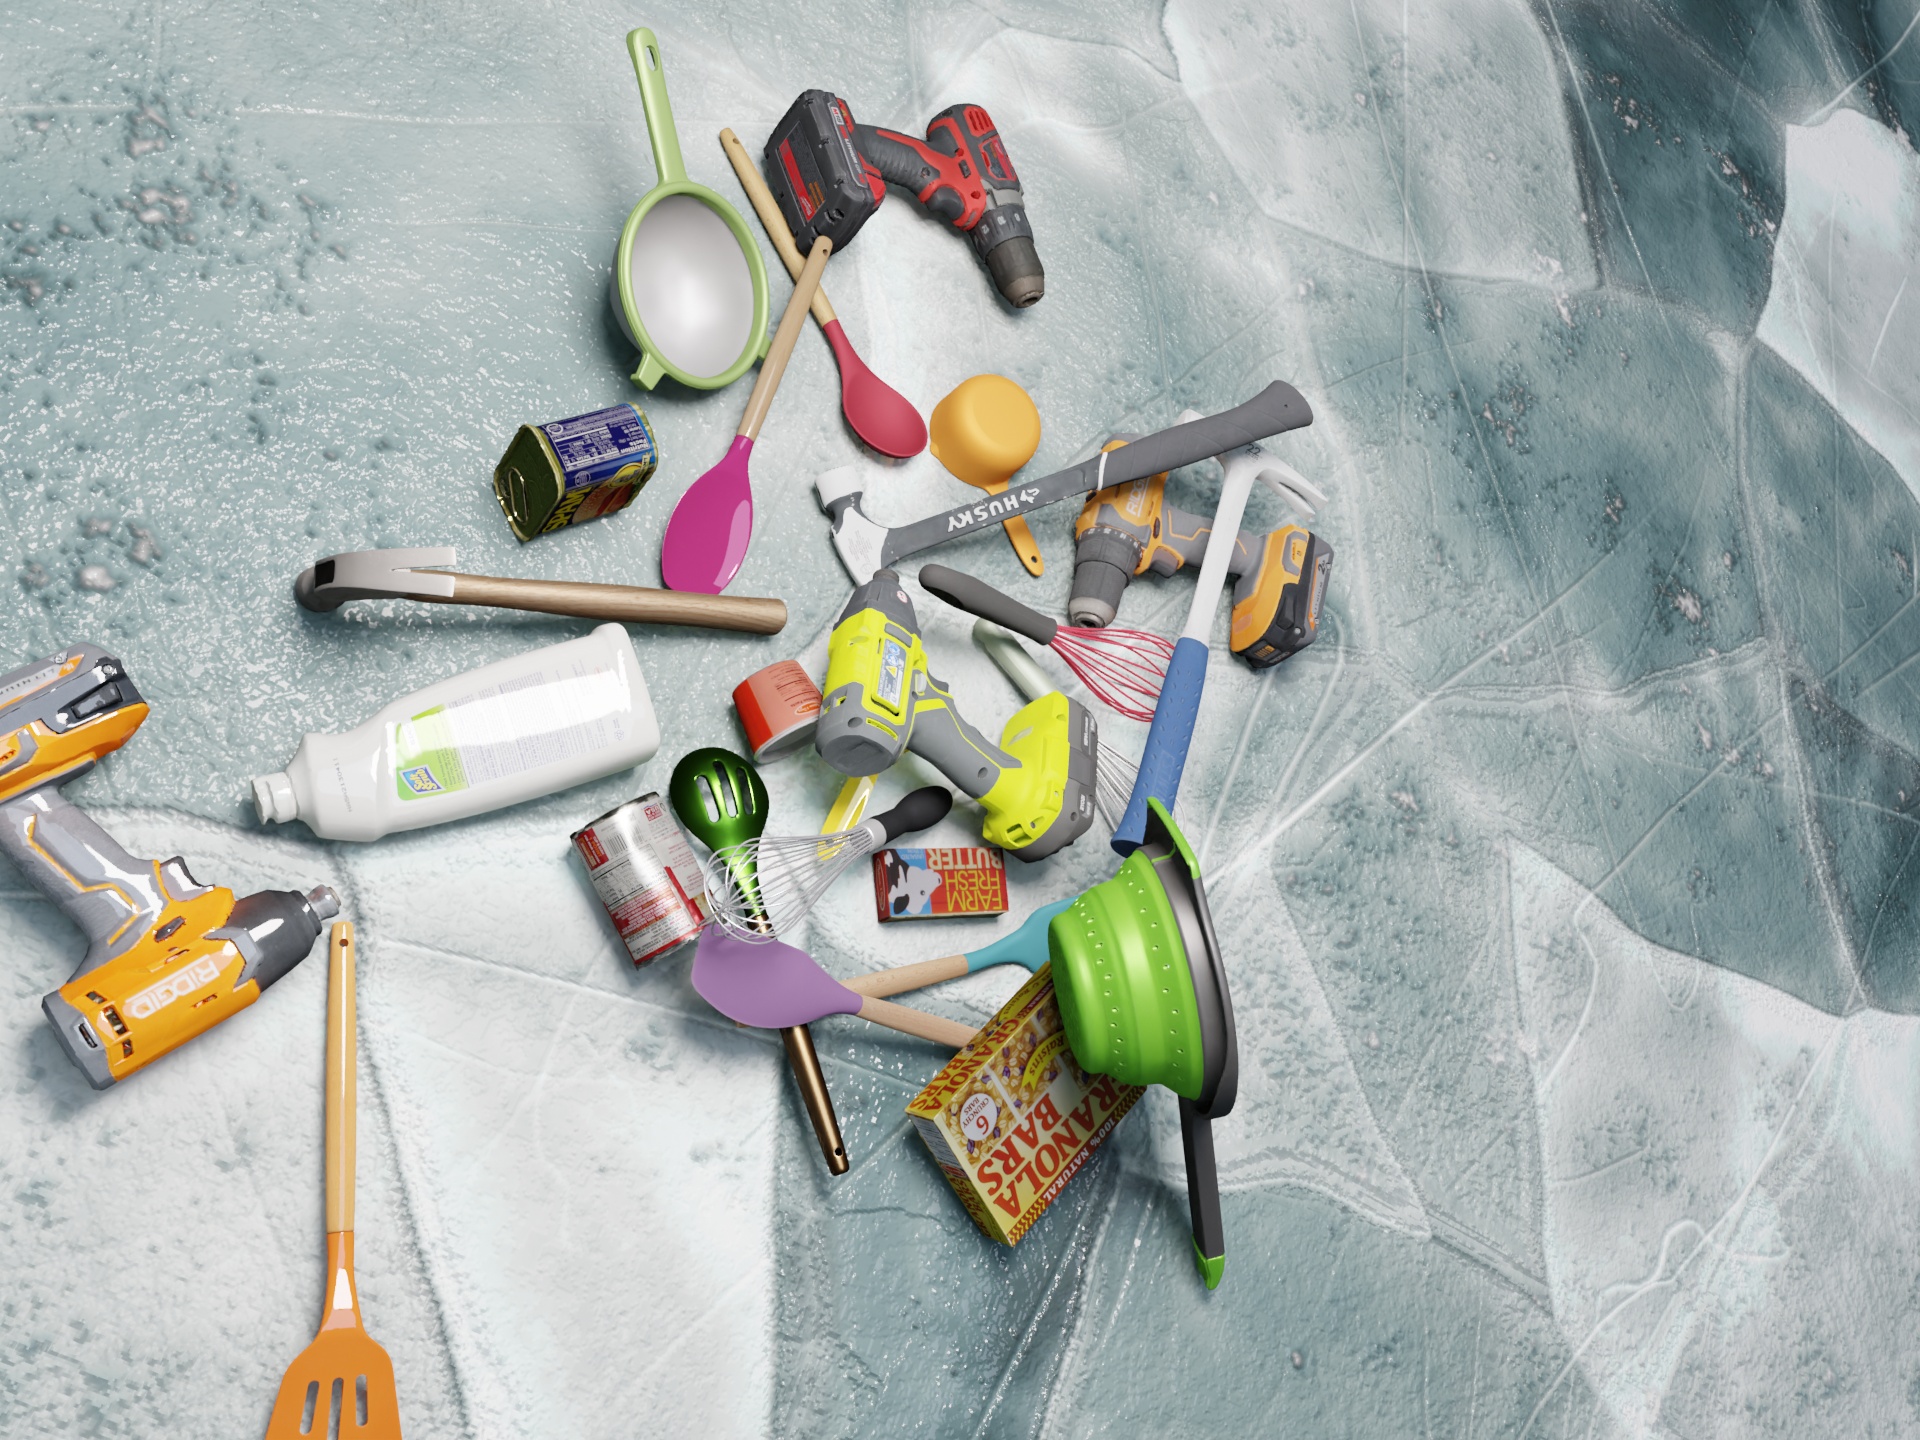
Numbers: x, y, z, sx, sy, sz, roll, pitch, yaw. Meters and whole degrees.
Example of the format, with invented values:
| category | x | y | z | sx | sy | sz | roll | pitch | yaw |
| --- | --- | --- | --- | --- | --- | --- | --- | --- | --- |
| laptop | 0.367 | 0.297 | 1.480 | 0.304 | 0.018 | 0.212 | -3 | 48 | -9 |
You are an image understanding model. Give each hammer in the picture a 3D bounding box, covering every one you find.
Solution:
| category | x | y | z | sx | sy | sz | roll | pitch | yaw |
| --- | --- | --- | --- | --- | --- | --- | --- | --- | --- |
| hammer | 0.195 | -0.067 | 1.278 | 0.144 | 0.035 | 0.406 | 25 | 61 | -10 |
| hammer | -0.266 | -0.084 | 1.087 | 0.331 | 0.130 | 0.031 | 3 | 85 | -37 |
| hammer | 0.097 | -0.189 | 1.278 | 0.409 | 0.036 | 0.149 | -20 | 88 | -10 |

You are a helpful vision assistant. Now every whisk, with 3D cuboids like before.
| category | x | y | z | sx | sy | sz | roll | pitch | yaw |
| --- | --- | --- | --- | --- | --- | --- | --- | --- | --- |
| whisk | 0.094 | 0.011 | 1.288 | 0.246 | 0.059 | 0.058 | 49 | 14 | -2 |
| whisk | 0.084 | -0.064 | 1.263 | 0.295 | 0.073 | 0.073 | 23 | 63 | -35 |
| whisk | -0.082 | 0.090 | 1.110 | 0.284 | 0.070 | 0.070 | -24 | 86 | -56 |

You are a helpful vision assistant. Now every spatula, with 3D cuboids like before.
| category | x | y | z | sx | sy | sz | roll | pitch | yaw |
| --- | --- | --- | --- | --- | --- | --- | --- | --- | --- |
| spatula | -0.053 | 0.209 | 1.118 | 0.315 | 0.018 | 0.060 | 24 | 68 | -34 |
| spatula | -0.372 | 0.281 | 0.948 | 0.081 | 0.041 | 0.323 | 4 | 68 | -28 |
| spatula | -0.014 | 0.185 | 1.167 | 0.317 | 0.044 | 0.082 | -9 | 102 | -30 |

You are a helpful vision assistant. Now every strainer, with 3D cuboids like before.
| category | x | y | z | sx | sy | sz | roll | pitch | yaw |
| --- | --- | --- | --- | --- | --- | --- | --- | --- | --- |
| strainer | -0.226 | -0.373 | 1.182 | 0.151 | 0.069 | 0.256 | -28 | 113 | -49 |

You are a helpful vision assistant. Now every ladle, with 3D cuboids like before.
| category | x | y | z | sx | sy | sz | roll | pitch | yaw |
| --- | --- | --- | --- | --- | --- | --- | --- | --- | --- |
| ladle | -0.119 | -0.346 | 1.295 | 0.069 | 0.031 | 0.315 | -26 | 85 | -40 |

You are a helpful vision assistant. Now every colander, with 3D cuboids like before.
| category | x | y | z | sx | sy | sz | roll | pitch | yaw |
| --- | --- | --- | --- | --- | --- | --- | --- | --- | --- |
| colander | 0.128 | 0.254 | 1.131 | 0.094 | 0.205 | 0.396 | -11 | 114 | -5 |

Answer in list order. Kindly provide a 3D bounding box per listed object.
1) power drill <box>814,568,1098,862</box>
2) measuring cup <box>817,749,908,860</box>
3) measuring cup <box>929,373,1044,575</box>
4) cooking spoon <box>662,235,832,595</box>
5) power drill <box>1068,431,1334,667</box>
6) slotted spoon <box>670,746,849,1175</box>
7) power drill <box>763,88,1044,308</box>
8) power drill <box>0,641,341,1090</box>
| category | x | y | z | sx | sy | sz | roll | pitch | yaw |
| --- | --- | --- | --- | --- | --- | --- | --- | --- | --- |
| power drill | -0.002 | -0.004 | 1.183 | 0.223 | 0.080 | 0.171 | 33 | 45 | -29 |
| measuring cup | -0.075 | 0.040 | 1.193 | 0.062 | 0.029 | 0.157 | 34 | 63 | -16 |
| measuring cup | 0.041 | -0.207 | 1.322 | 0.095 | 0.052 | 0.174 | -20 | 82 | -33 |
| cooking spoon | -0.156 | -0.236 | 1.216 | 0.068 | 0.017 | 0.319 | 31 | 70 | -37 |
| power drill | 0.199 | -0.125 | 1.372 | 0.226 | 0.084 | 0.185 | 26 | 63 | -15 |
| slotted spoon | -0.131 | 0.160 | 1.102 | 0.070 | 0.031 | 0.314 | -13 | 76 | -28 |
| power drill | -0.033 | -0.433 | 1.333 | 0.226 | 0.080 | 0.188 | -12 | 76 | -40 |
| power drill | -0.479 | 0.074 | 0.918 | 0.164 | 0.084 | 0.226 | -32 | 94 | -29 |
